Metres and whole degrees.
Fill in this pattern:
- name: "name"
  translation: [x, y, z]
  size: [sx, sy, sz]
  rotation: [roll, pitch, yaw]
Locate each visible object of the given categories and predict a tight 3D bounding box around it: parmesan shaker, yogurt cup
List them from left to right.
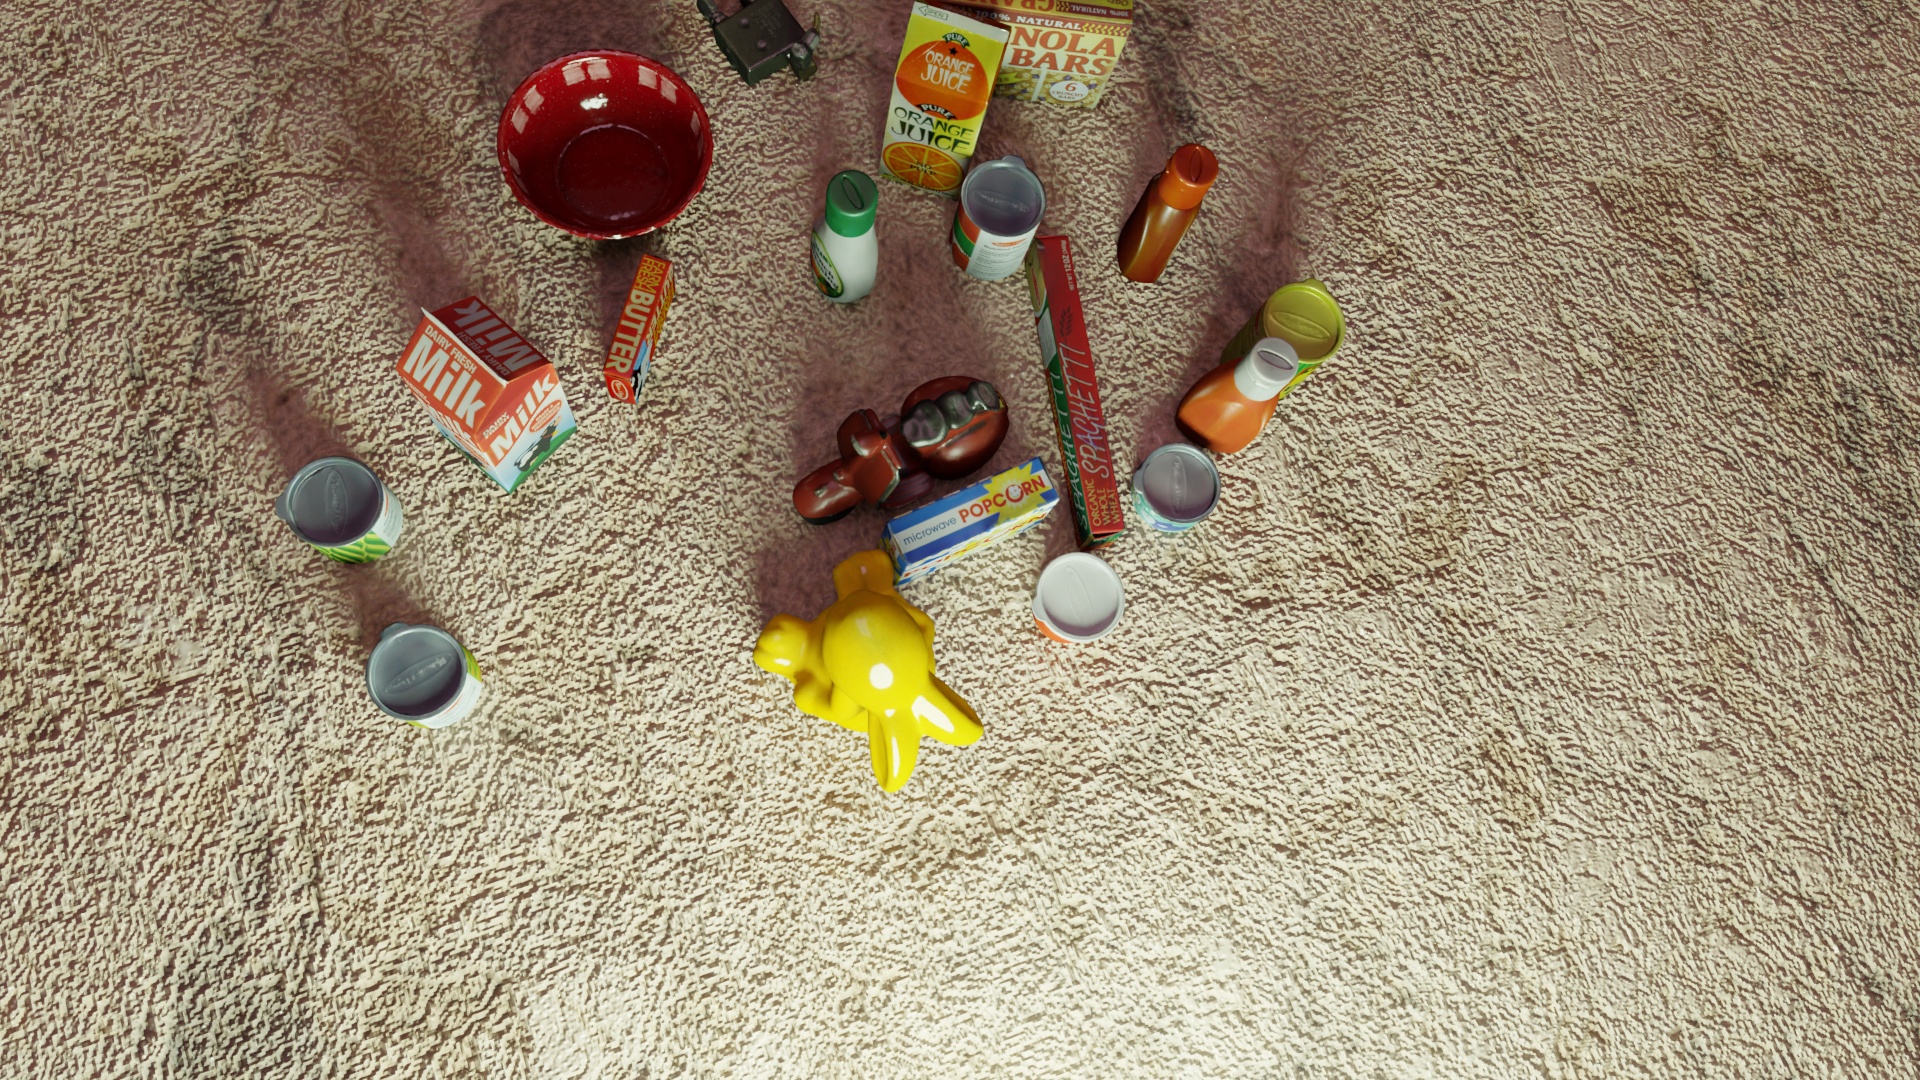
- name: "yogurt cup"
  translation: [0.085, 0.047, 1.049]
  size: [0.072, 0.053, 0.072]
  rotation: [2, 76, -8]
- name: "parmesan shaker"
  translation: [0.254, -0.156, 1.100]
  size: [0.071, 0.103, 0.071]
  rotation: [2, 76, -8]

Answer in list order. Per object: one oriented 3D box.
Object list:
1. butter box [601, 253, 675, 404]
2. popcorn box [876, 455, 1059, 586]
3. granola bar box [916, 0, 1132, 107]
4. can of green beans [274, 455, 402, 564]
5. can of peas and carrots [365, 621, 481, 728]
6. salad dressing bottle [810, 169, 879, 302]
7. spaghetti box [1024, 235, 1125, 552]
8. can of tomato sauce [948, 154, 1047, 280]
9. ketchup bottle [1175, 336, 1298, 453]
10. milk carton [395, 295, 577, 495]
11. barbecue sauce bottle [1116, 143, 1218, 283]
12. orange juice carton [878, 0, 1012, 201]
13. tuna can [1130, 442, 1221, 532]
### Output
- name: "butter box"
  translation: [-0.243, -0.160, 1.053]
  size: [0.024, 0.053, 0.104]
  rotation: [16, 74, -4]
- name: "popcorn box"
  translation: [0.004, -0.013, 1.035]
  size: [0.127, 0.085, 0.038]
  rotation: [-24, 81, -13]
- name: "granola bar box"
  translation: [0.044, -0.405, 1.121]
  size: [0.166, 0.124, 0.039]
  rotation: [4, 76, -7]
- name: "can of green beans"
  translation: [-0.437, -0.021, 0.986]
  size: [0.071, 0.057, 0.071]
  rotation: [2, 76, -8]
- name: "can of peas and carrots"
  translation: [-0.373, 0.093, 0.966]
  size: [0.071, 0.058, 0.071]
  rotation: [2, 76, -8]
- name: "salad dressing bottle"
  translation: [-0.086, -0.228, 1.044]
  size: [0.044, 0.147, 0.064]
  rotation: [-26, 81, -13]
- name: "spaghetti box"
  translation: [0.088, -0.116, 1.093]
  size: [0.029, 0.050, 0.250]
  rotation: [-7, 77, -10]
- name: "can of tomato sauce"
  translation: [0.028, -0.255, 1.102]
  size: [0.071, 0.083, 0.071]
  rotation: [2, 76, -8]
- name: "ketchup bottle"
  translation: [0.214, -0.111, 1.059]
  size: [0.065, 0.148, 0.043]
  rotation: [25, 74, -2]
- name: "milk carton"
  translation: [-0.324, -0.102, 0.955]
  size: [0.072, 0.190, 0.073]
  rotation: [41, 74, 3]
- name: "barbecue sauce bottle"
  translation: [0.161, -0.259, 1.089]
  size: [0.044, 0.148, 0.065]
  rotation: [11, 75, -6]
- name: "orange juice carton"
  translation: [-0.012, -0.344, 1.062]
  size: [0.072, 0.192, 0.073]
  rotation: [17, 75, -4]
- name: "tuna can"
  translation: [0.166, -0.041, 1.094]
  size: [0.071, 0.032, 0.071]
  rotation: [2, 76, -8]
